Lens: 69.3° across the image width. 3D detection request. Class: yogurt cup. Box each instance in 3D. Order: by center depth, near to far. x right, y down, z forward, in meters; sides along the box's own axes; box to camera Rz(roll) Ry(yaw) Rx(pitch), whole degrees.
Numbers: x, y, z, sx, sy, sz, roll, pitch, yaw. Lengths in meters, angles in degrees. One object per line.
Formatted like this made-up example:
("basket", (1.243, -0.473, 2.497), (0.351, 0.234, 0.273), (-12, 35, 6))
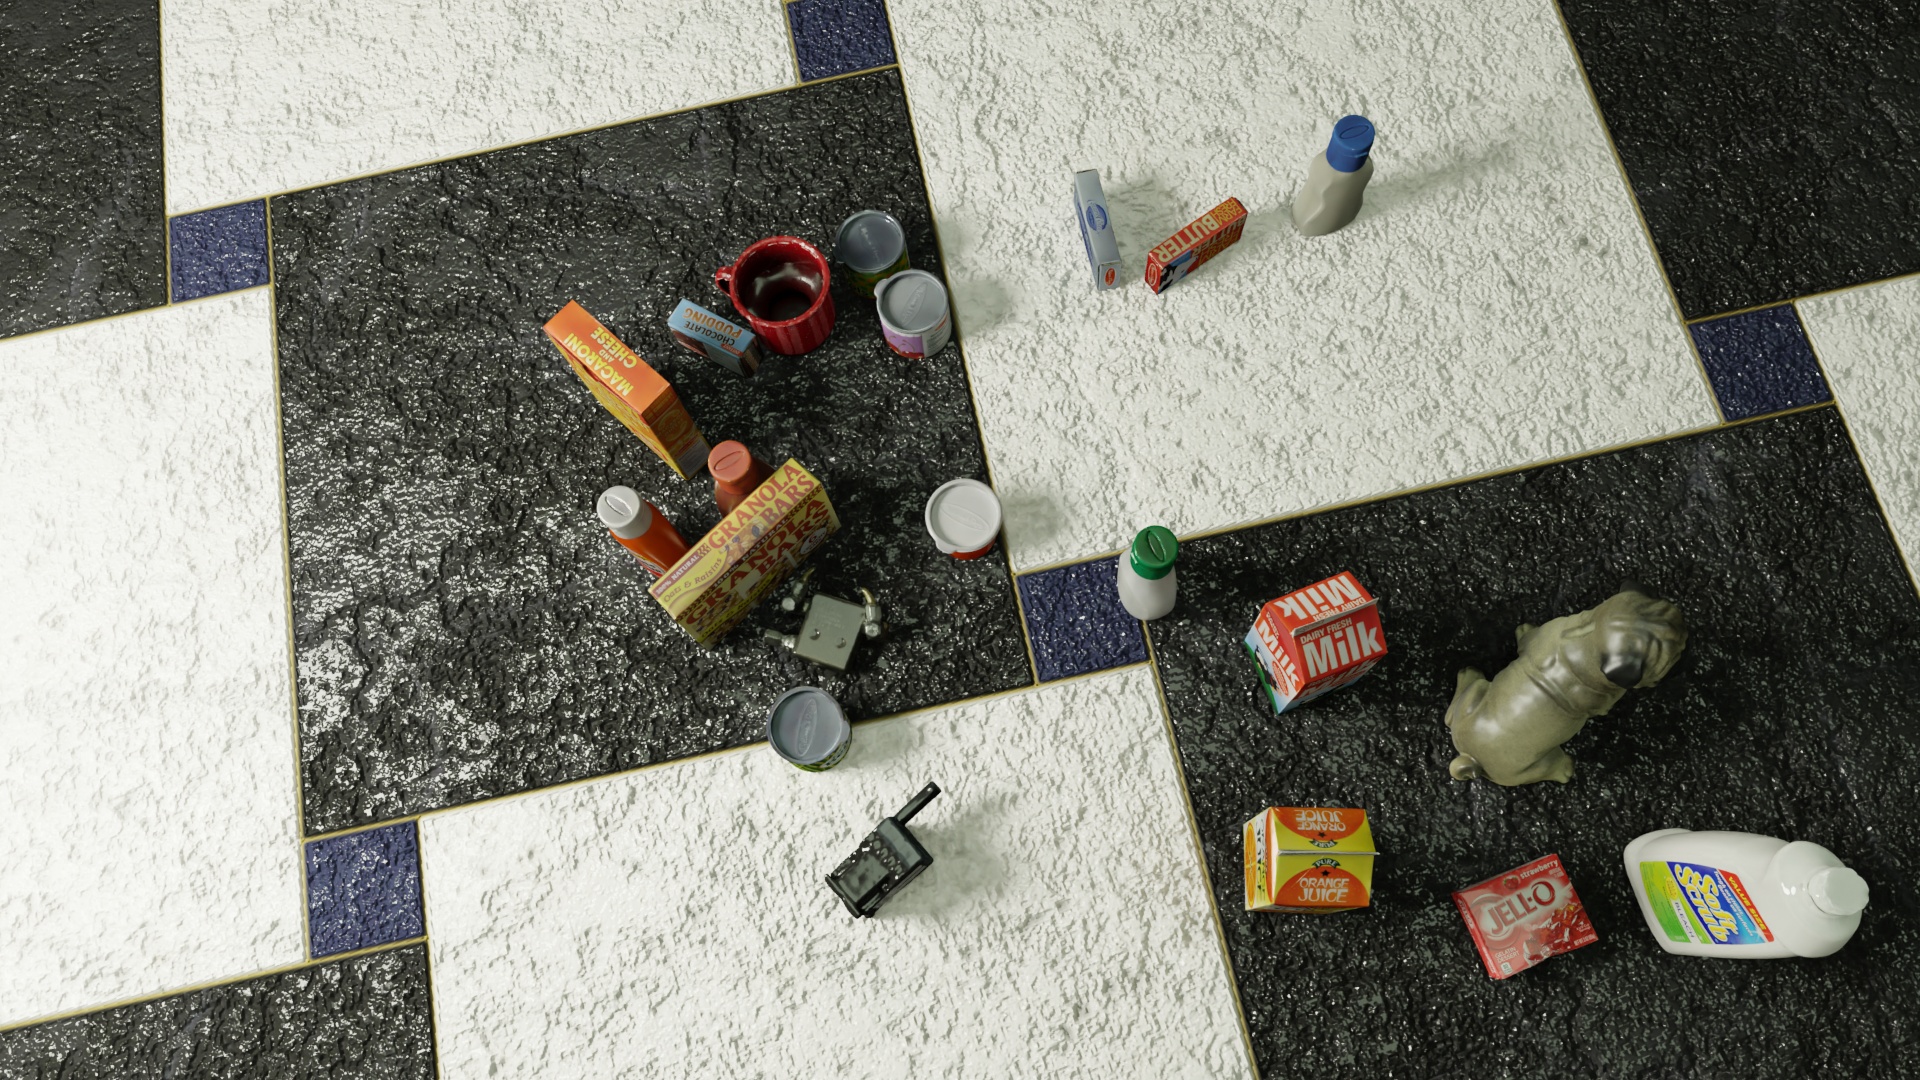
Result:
("yogurt cup", (0.004, -0.016, 1.243), (0.072, 0.053, 0.072), (-1, 73, 3))

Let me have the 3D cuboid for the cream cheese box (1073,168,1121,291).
("cream cheese box", (0.130, -0.295, 1.323), (0.024, 0.053, 0.104), (-12, 73, 0))

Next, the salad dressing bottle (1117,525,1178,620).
("salad dressing bottle", (0.159, 0.026, 1.172), (0.044, 0.147, 0.064), (-22, 73, -3))

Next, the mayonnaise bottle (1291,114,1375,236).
("mayonnaise bottle", (0.346, -0.334, 1.273), (0.065, 0.147, 0.041), (-21, 73, -3))

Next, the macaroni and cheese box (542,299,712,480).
("macaroni and cheese box", (-0.292, -0.129, 1.237), (0.124, 0.166, 0.040), (40, 80, 14))

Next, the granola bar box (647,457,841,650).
("granola bar box", (-0.184, 0.013, 1.208), (0.166, 0.124, 0.039), (-44, 76, -10))

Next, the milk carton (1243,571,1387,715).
("milk carton", (0.287, 0.082, 1.124), (0.072, 0.190, 0.073), (-21, 73, -3))

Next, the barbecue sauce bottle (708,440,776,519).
("barbecue sauce bottle", (-0.186, -0.045, 1.214), (0.065, 0.148, 0.044), (-30, 74, -6))

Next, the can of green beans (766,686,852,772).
("can of green beans", (-0.129, 0.163, 1.193), (0.071, 0.057, 0.071), (-1, 73, 3))

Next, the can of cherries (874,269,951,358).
("can of cherries", (-0.045, -0.213, 1.305), (0.071, 0.058, 0.071), (-1, 73, 3))

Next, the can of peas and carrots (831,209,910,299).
("can of peas and carrots", (-0.085, -0.271, 1.325), (0.071, 0.058, 0.071), (-1, 73, 3))

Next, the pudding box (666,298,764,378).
("pudding box", (-0.231, -0.191, 1.313), (0.084, 0.049, 0.030), (27, 77, 11))

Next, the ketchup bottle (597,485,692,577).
("ketchup bottle", (-0.275, -0.008, 1.207), (0.065, 0.148, 0.043), (34, 78, 12))

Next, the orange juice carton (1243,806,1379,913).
("orange juice carton", (0.267, 0.248, 1.073), (0.072, 0.192, 0.073), (1, 73, 4))

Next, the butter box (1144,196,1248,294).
("butter box", (0.222, -0.279, 1.313), (0.103, 0.053, 0.024), (-35, 74, -7))
